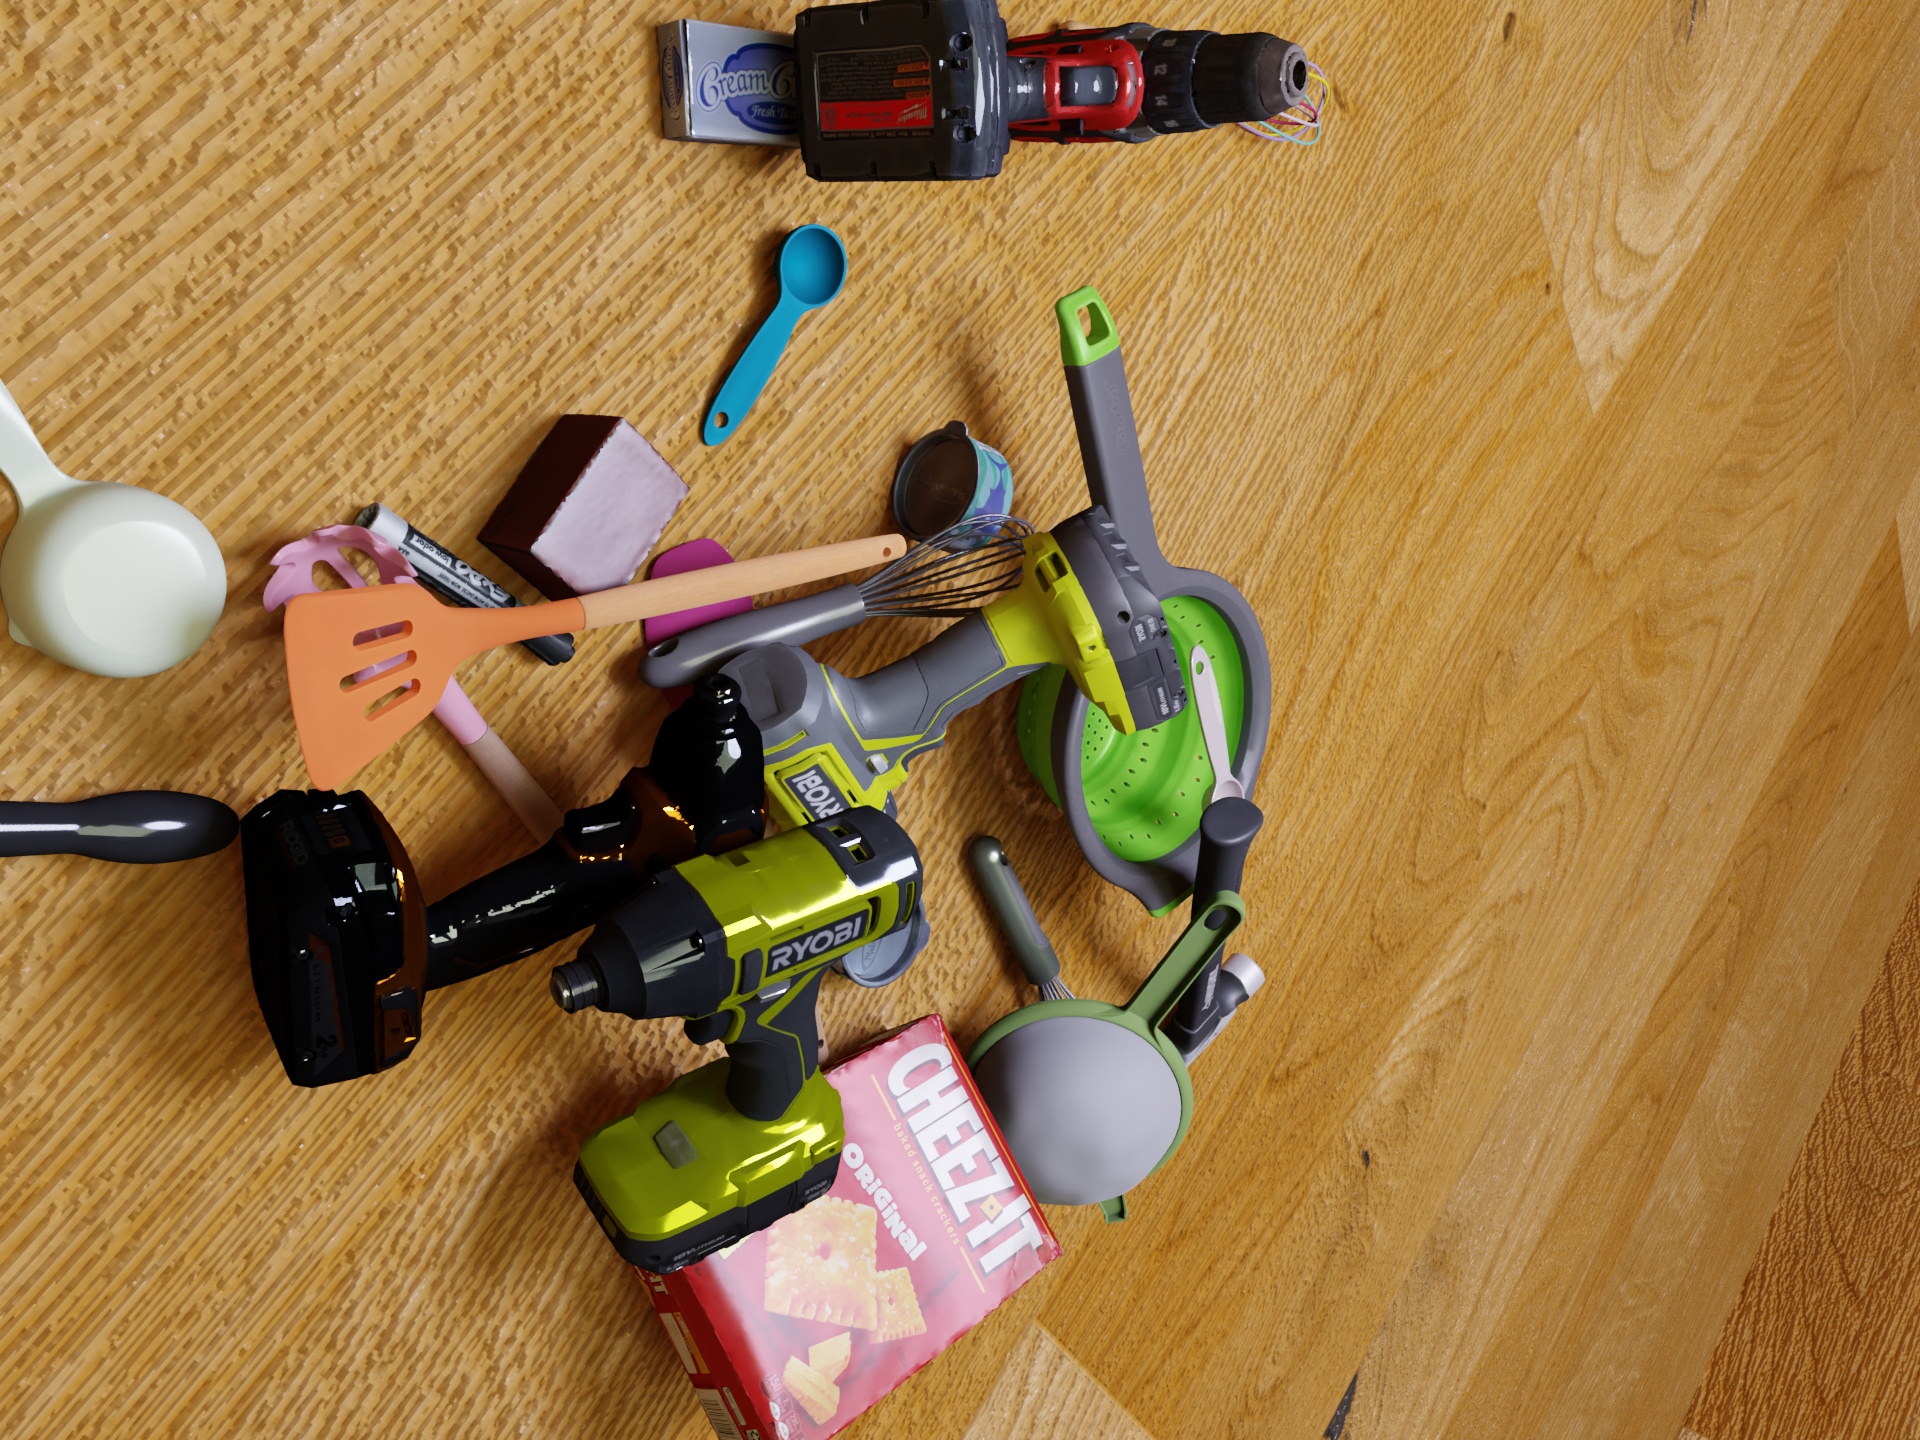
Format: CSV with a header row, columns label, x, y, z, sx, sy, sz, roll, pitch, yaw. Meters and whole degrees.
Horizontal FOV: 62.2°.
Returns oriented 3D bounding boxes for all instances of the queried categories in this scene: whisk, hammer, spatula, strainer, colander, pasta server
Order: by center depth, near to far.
label,x,y,z,sx,sy,sz,roll,pitch,yaw
whisk,-0.397,0.039,0.563,0.284,0.070,0.070,4,98,-51
spatula,-0.147,-0.050,0.719,0.322,0.041,0.081,-18,117,-38
pasta server,-0.214,0.029,0.751,0.060,0.040,0.315,-31,127,-3
whisk,-0.055,-0.059,0.834,0.239,0.055,0.055,-20,115,-21
strainer,0.097,0.212,0.967,0.151,0.069,0.256,30,114,-8
colander,0.085,-0.070,0.981,0.204,0.095,0.396,-36,124,-34
whisk,0.152,-0.403,1.007,0.245,0.047,0.051,-5,92,-40
whisk,0.059,0.173,1.056,0.058,0.059,0.246,-81,150,-57
hammer,0.161,0.151,1.058,0.146,0.035,0.334,-42,154,-21

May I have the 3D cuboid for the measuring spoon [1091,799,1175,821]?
label,x,y,z,sx,sy,sz,roll,pitch,yaw
measuring spoon,0.125,0.059,1.120,0.116,0.011,0.021,7,94,-49

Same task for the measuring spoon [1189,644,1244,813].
label,x,y,z,sx,sy,sz,roll,pitch,yaw
measuring spoon,0.154,0.011,0.998,0.034,0.018,0.124,-27,112,-37

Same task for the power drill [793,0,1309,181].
label,x,y,z,sx,sy,sz,roll,pitch,yaw
power drill,0.048,-0.320,0.802,0.226,0.188,0.080,-25,121,-45

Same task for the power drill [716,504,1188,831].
label,x,y,z,sx,sy,sz,roll,pitch,yaw
power drill,-0.001,-0.003,0.845,0.228,0.080,0.190,-26,146,2

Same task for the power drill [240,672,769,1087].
label,x,y,z,sx,sy,sz,roll,pitch,yaw
power drill,-0.189,0.062,0.705,0.226,0.084,0.164,-13,134,-33

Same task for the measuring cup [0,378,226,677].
label,x,y,z,sx,sy,sz,roll,pitch,yaw
measuring cup,-0.339,-0.088,0.593,0.083,0.038,0.167,-43,129,-29

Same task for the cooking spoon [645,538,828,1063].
label,x,y,z,sx,sy,sz,roll,pitch,yaw
cooking spoon,-0.112,0.055,0.872,0.069,0.017,0.318,-29,119,-37

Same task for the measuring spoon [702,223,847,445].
label,x,y,z,sx,sy,sz,roll,pitch,yaw
measuring spoon,-0.103,-0.199,0.824,0.042,0.021,0.128,33,86,-44

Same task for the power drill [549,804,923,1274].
label,x,y,z,sx,sy,sz,roll,pitch,yaw
power drill,-0.114,0.152,0.748,0.171,0.080,0.223,-19,137,-35
